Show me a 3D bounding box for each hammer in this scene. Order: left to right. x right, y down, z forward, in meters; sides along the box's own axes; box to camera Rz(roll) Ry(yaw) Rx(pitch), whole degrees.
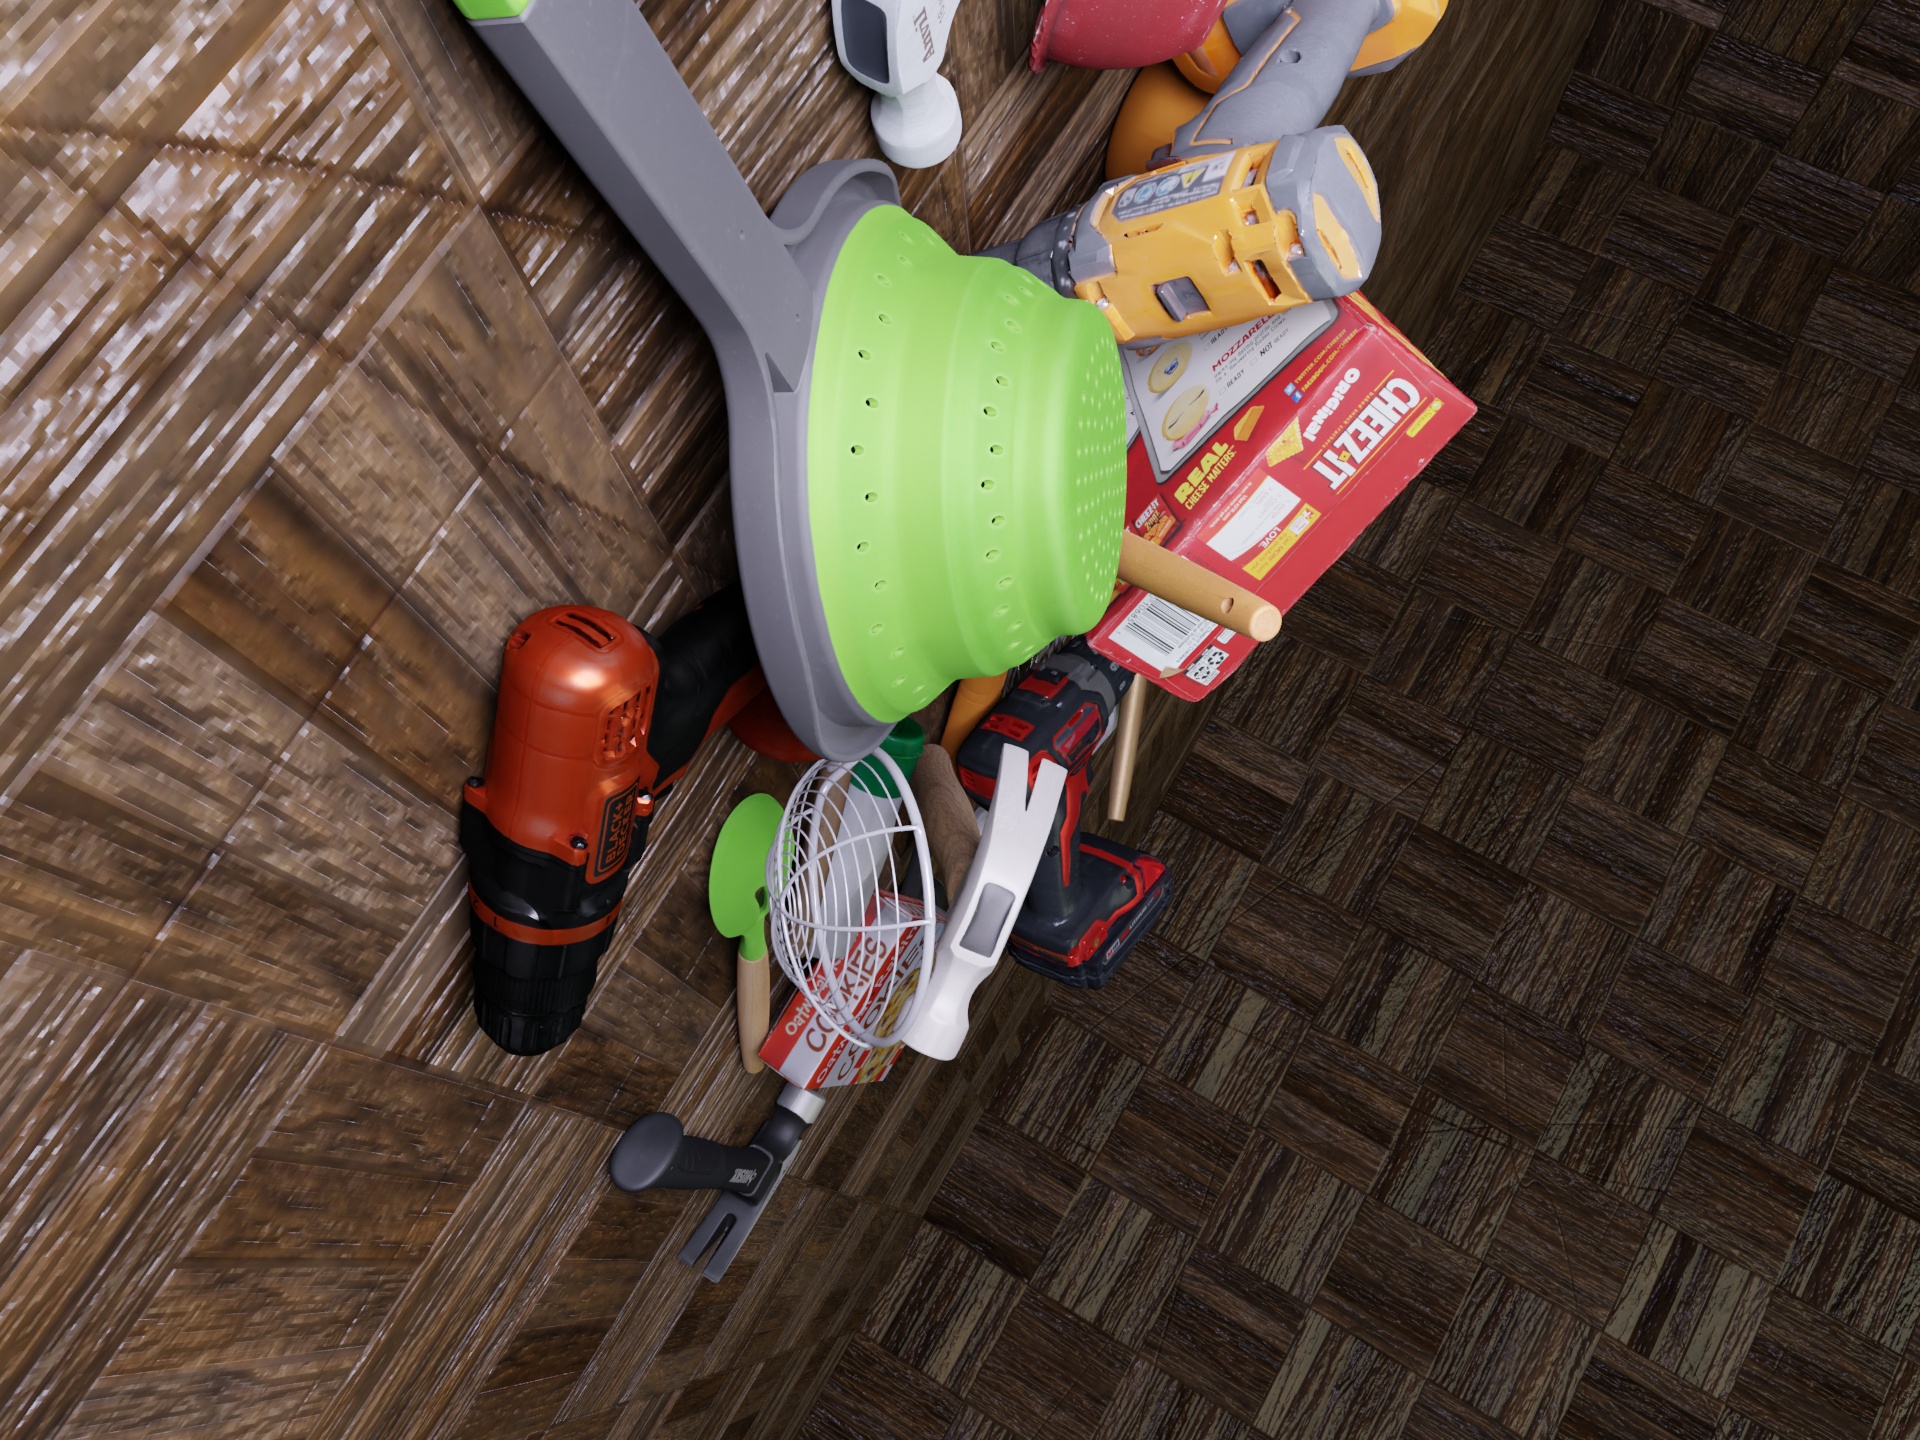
[{"bbox_3d":[-0.160,0.286,1.005,0.146,0.035,0.334,-59,167,-12],"label":"hammer"},{"bbox_3d":[-0.012,0.043,1.067,0.127,0.034,0.336,-47,161,-51],"label":"hammer"},{"bbox_3d":[-0.003,0.056,0.824,0.331,0.031,0.130,-120,-126,-79],"label":"hammer"},{"bbox_3d":[0.053,-0.342,0.498,0.331,0.033,0.128,-60,168,-7],"label":"hammer"}]

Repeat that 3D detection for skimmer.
[{"bbox_3d":[-0.001,-0.002,0.770,0.363,0.090,0.127,-61,175,-49],"label":"skimmer"}]

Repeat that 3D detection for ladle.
[{"bbox_3d":[0.148,-0.084,1.161,0.078,0.062,0.320,103,-4,-89],"label":"ladle"}]

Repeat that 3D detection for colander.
[{"bbox_3d":[-0.017,-0.109,0.467,0.396,0.094,0.205,50,45,-68],"label":"colander"}]

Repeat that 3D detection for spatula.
[{"bbox_3d":[0.042,-0.081,0.654,0.081,0.041,0.323,-65,-151,8],"label":"spatula"}]

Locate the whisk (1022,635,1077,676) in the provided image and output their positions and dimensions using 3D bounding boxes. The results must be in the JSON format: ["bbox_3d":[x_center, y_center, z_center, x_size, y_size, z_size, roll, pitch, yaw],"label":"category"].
[{"bbox_3d":[0.097,-0.093,1.160,0.070,0.070,0.284,-42,153,-56],"label":"whisk"}]

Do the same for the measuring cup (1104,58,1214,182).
[{"bbox_3d":[0.124,-0.303,0.821,0.174,0.052,0.095,-43,158,-60],"label":"measuring cup"}]

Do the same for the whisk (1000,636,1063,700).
[{"bbox_3d":[0.060,-0.093,1.038,0.058,0.059,0.246,-19,140,-29],"label":"whisk"}]

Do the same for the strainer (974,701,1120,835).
[{"bbox_3d":[0.061,0.049,1.141,0.258,0.050,0.086,-47,127,-30],"label":"strainer"}]

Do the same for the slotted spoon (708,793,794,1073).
[{"bbox_3d":[-0.114,0.136,0.885,0.313,0.031,0.070,102,14,-57],"label":"slotted spoon"}]

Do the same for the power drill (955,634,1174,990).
[{"bbox_3d":[0.085,0.047,1.069,0.188,0.080,0.226,-45,137,-34],"label":"power drill"}]

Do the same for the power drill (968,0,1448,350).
[{"bbox_3d":[0.098,-0.245,0.658,0.084,0.185,0.226,44,57,-38],"label":"power drill"}]

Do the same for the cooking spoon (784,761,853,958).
[{"bbox_3d":[-0.058,0.004,0.800,0.069,0.017,0.318,-57,165,-54],"label":"cooking spoon"}]
